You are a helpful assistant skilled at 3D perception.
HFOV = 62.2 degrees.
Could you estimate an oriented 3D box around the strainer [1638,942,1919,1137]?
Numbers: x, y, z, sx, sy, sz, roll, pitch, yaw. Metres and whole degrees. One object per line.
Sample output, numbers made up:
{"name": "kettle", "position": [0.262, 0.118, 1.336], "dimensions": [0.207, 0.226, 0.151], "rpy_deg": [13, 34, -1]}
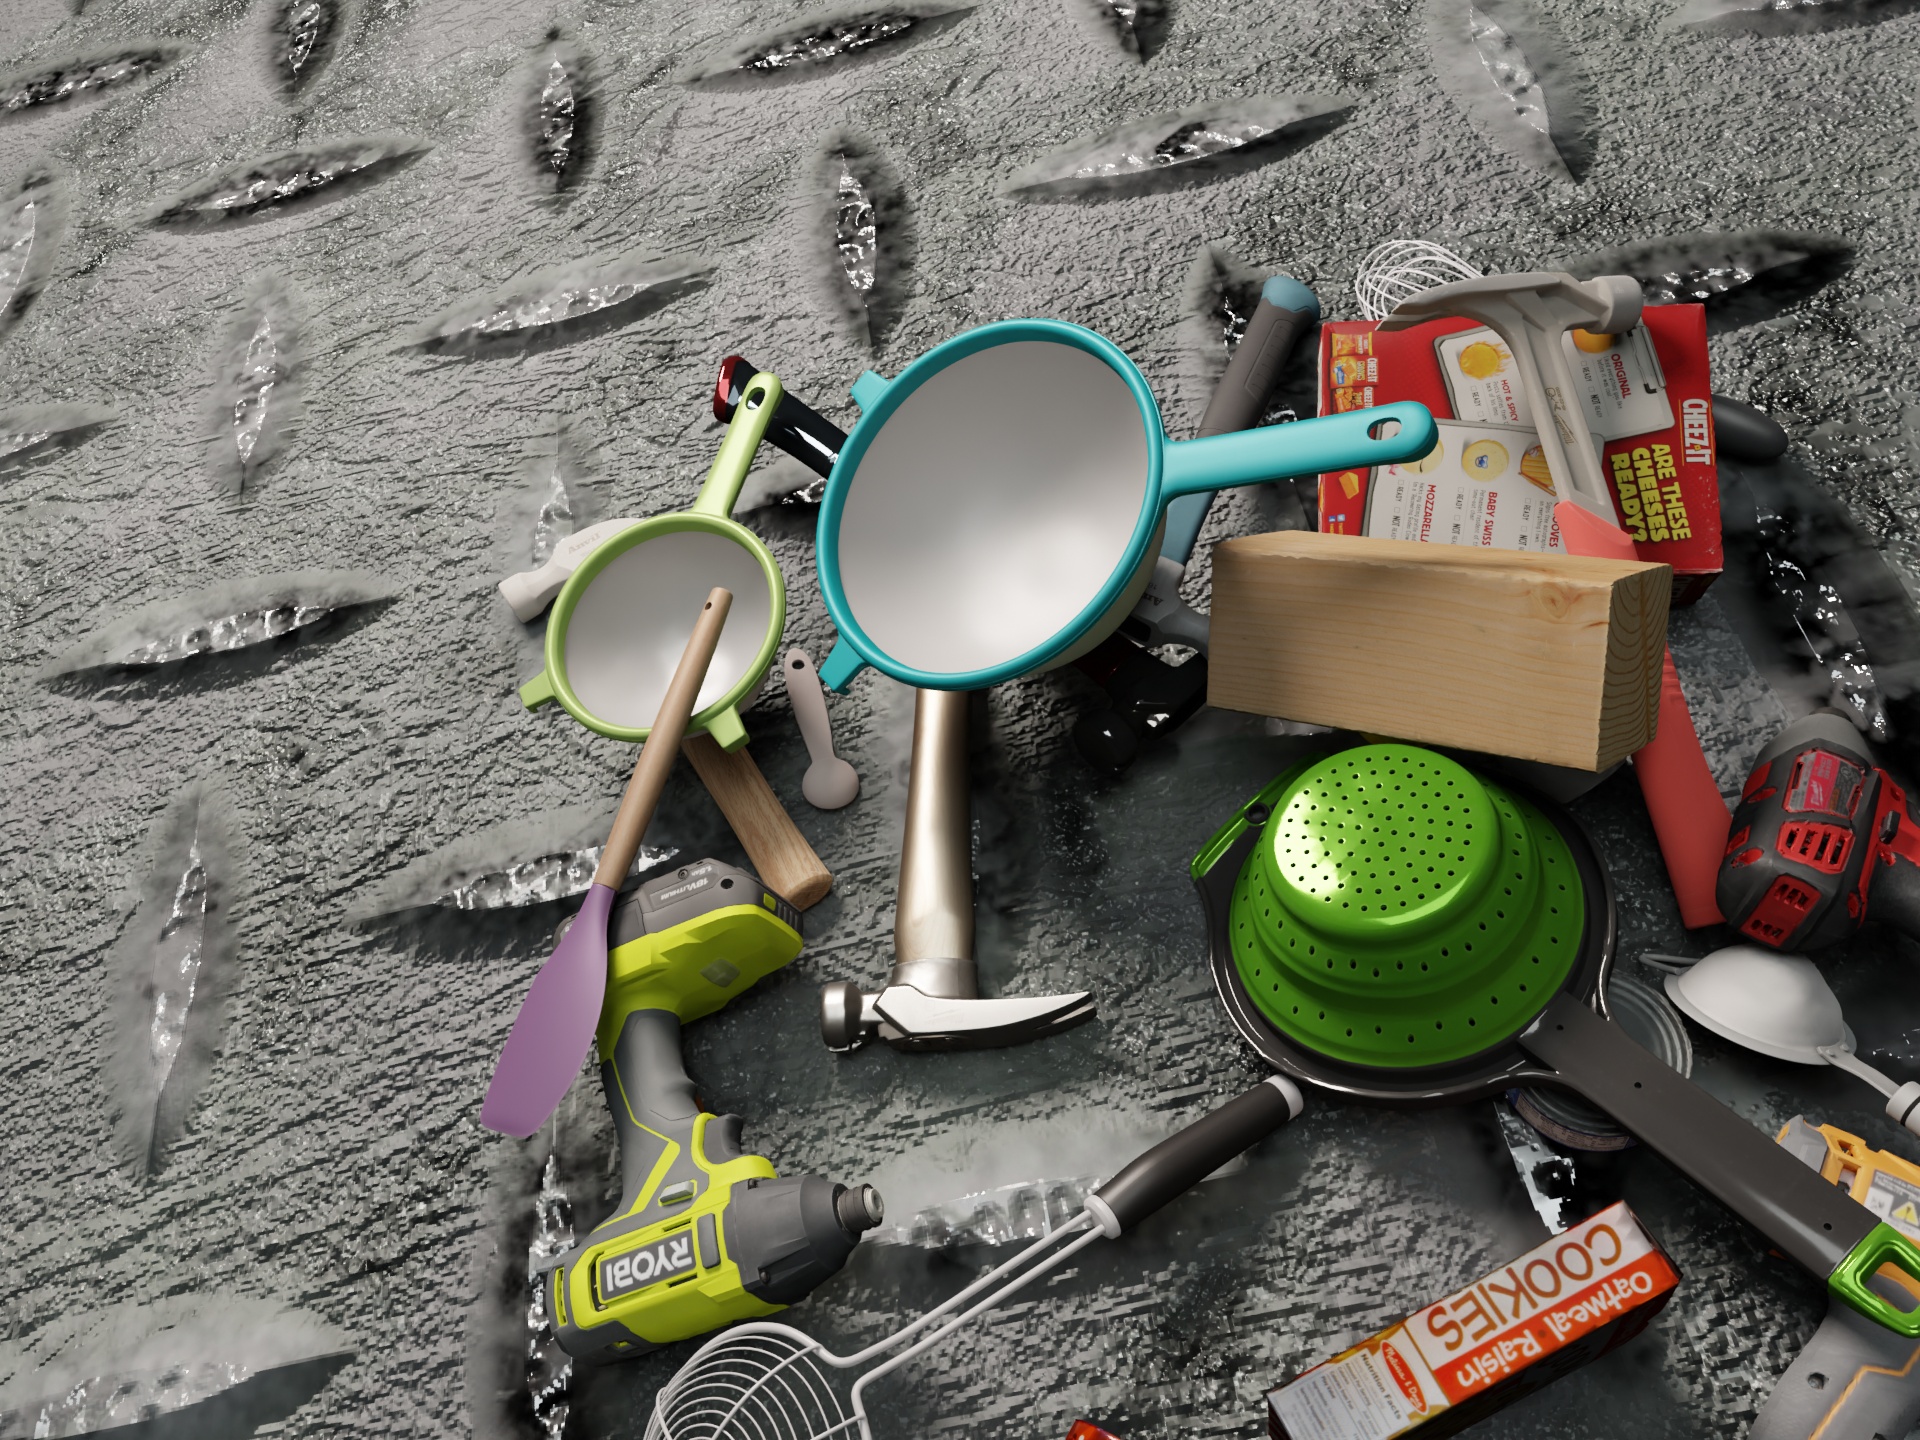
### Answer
{"name": "strainer", "position": [0.417, 0.164, 0.709], "dimensions": [0.086, 0.050, 0.259], "rpy_deg": [-5, 33, -32]}

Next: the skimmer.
{"name": "skimmer", "position": [0.016, 0.279, 0.746], "dimensions": [0.363, 0.090, 0.127], "rpy_deg": [-25, 48, -25]}

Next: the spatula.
{"name": "spatula", "position": [-0.178, 0.066, 0.848], "dimensions": [0.060, 0.018, 0.316], "rpy_deg": [1, 62, 35]}

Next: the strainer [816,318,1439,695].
{"name": "strainer", "position": [0.087, -0.110, 0.839], "dimensions": [0.340, 0.095, 0.211], "rpy_deg": [-5, 70, 29]}

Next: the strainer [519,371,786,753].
{"name": "strainer", "position": [-0.151, -0.091, 0.970], "dimensions": [0.151, 0.069, 0.256], "rpy_deg": [10, 67, 20]}

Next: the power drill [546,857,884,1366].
{"name": "power drill", "position": [-0.131, 0.193, 0.813], "dimensions": [0.171, 0.080, 0.223], "rpy_deg": [-24, 55, 14]}

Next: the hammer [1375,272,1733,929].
{"name": "hammer", "position": [0.334, -0.068, 0.832], "dimensions": [0.149, 0.036, 0.359], "rpy_deg": [-9, 77, -13]}

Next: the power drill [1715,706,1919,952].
{"name": "power drill", "position": [0.475, 0.076, 0.740], "dimensions": [0.220, 0.078, 0.143], "rpy_deg": [25, 50, 17]}

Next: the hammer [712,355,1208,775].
{"name": "hammer", "position": [-0.003, -0.124, 0.983], "dimensions": [0.387, 0.038, 0.143], "rpy_deg": [39, 61, 22]}

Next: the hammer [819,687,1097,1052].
{"name": "hammer", "position": [-0.002, -0.003, 0.949], "dimensions": [0.146, 0.038, 0.411], "rpy_deg": [-5, 57, 8]}

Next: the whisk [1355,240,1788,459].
{"name": "whisk", "position": [0.377, -0.227, 0.999], "dimensions": [0.285, 0.070, 0.070], "rpy_deg": [31, 69, 21]}

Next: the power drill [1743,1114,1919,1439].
{"name": "power drill", "position": [0.400, 0.296, 0.649], "dimensions": [0.185, 0.084, 0.226], "rpy_deg": [23, 61, 24]}

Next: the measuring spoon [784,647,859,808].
{"name": "measuring spoon", "position": [-0.090, 0.000, 0.974], "dimensions": [0.034, 0.018, 0.124], "rpy_deg": [-12, 55, -10]}

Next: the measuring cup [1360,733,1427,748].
{"name": "measuring cup", "position": [0.297, -0.008, 0.898], "dimensions": [0.156, 0.029, 0.062], "rpy_deg": [2, 61, 0]}

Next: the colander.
{"name": "colander", "position": [0.260, 0.119, 0.732], "dimensions": [0.204, 0.094, 0.398], "rpy_deg": [-41, 47, -10]}

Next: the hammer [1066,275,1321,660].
{"name": "hammer", "position": [0.162, -0.171, 0.987], "dimensions": [0.128, 0.033, 0.331], "rpy_deg": [22, 55, 10]}

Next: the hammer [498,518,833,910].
{"name": "hammer", "position": [-0.170, -0.012, 0.994], "dimensions": [0.130, 0.031, 0.332], "rpy_deg": [-33, 58, -8]}

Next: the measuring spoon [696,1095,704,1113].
{"name": "measuring spoon", "position": [-0.144, 0.253, 0.836], "dimensions": [0.021, 0.011, 0.117], "rpy_deg": [-15, 52, 18]}
